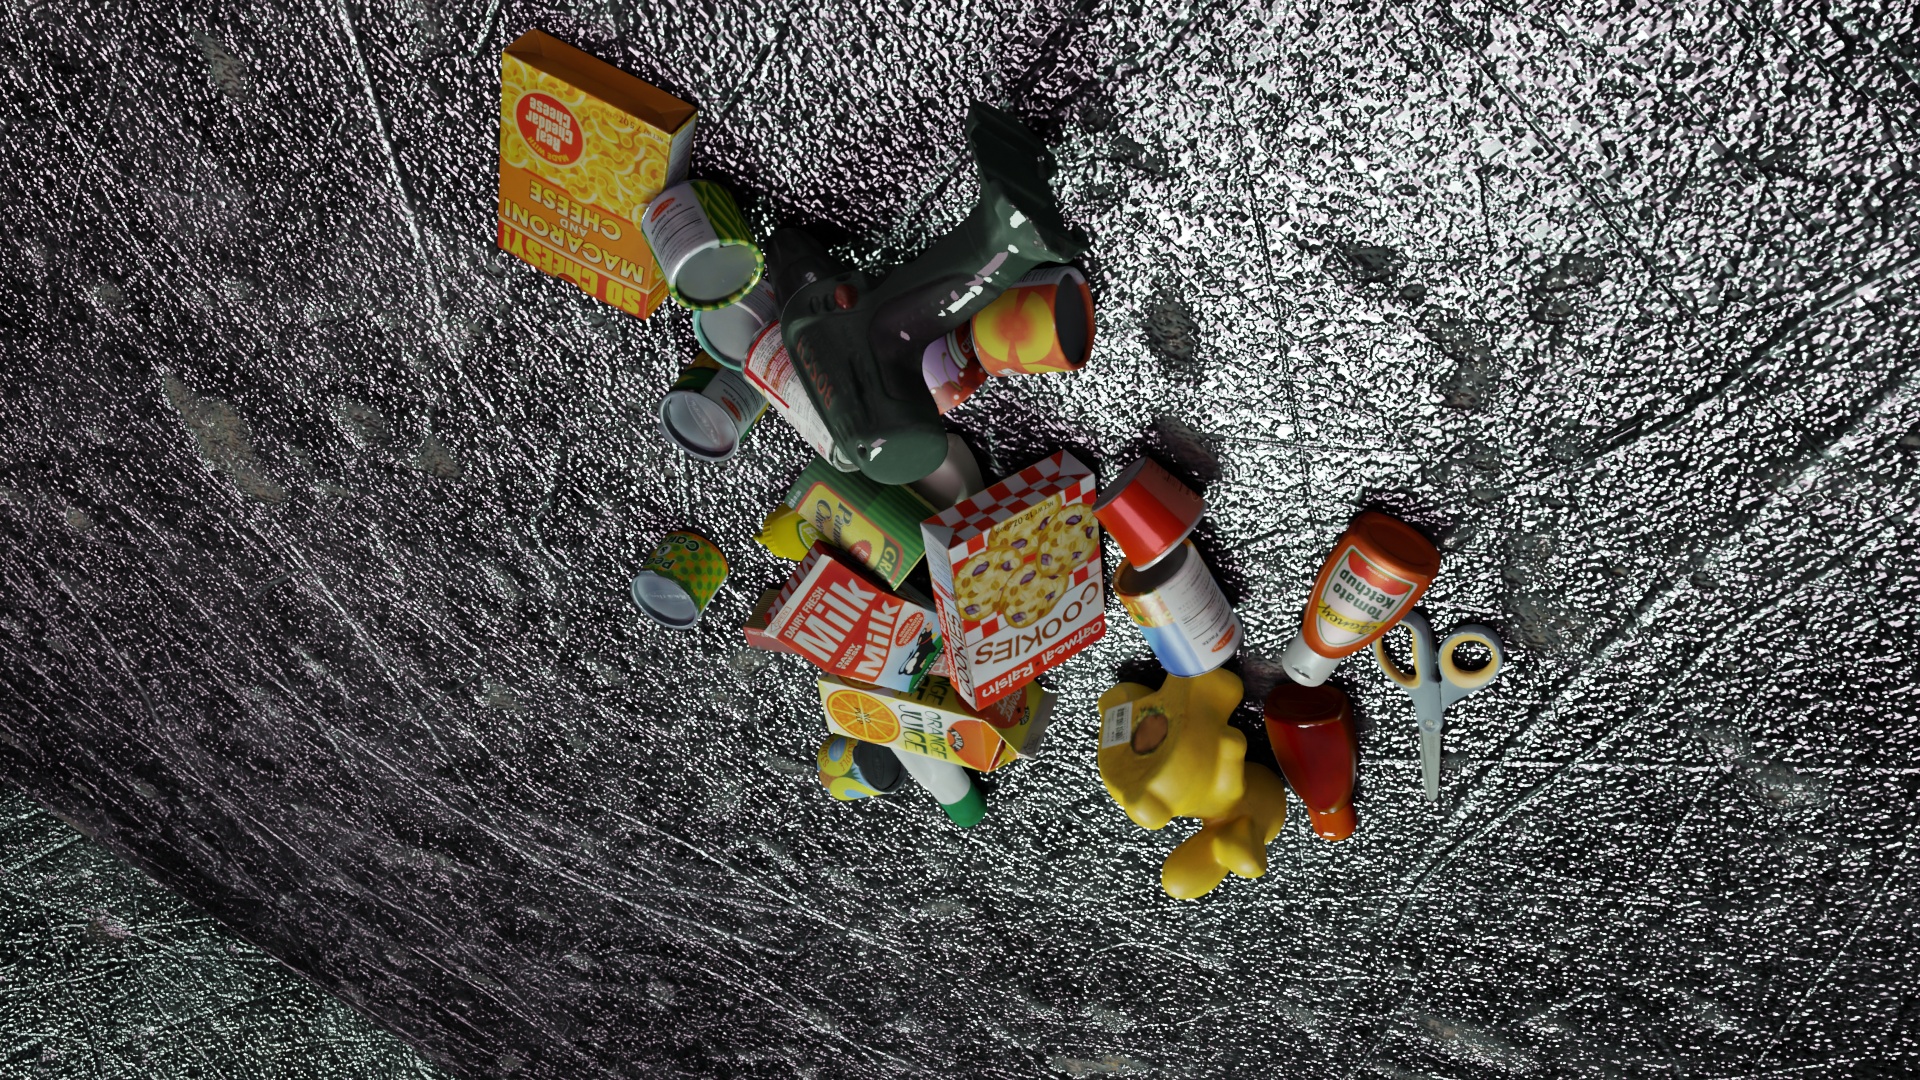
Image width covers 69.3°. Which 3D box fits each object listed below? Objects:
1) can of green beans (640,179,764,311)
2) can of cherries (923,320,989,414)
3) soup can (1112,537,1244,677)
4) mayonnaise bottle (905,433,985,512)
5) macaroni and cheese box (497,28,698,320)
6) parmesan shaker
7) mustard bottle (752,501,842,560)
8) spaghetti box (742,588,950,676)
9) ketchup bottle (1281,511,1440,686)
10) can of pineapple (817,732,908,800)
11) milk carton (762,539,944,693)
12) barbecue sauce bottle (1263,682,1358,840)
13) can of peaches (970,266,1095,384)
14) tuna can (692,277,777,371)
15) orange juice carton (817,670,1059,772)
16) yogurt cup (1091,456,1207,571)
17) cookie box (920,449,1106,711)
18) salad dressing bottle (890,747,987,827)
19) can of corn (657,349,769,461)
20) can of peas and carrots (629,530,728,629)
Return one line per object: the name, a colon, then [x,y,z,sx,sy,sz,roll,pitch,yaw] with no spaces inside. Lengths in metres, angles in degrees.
can of green beans: [-0.170,-0.194,0.919,0.058,0.071,0.071,61,147,28]
can of cherries: [-0.016,-0.125,0.924,0.071,0.072,0.058,-20,120,40]
soup can: [0.155,0.047,1.005,0.071,0.072,0.083,-14,123,37]
mayonnaise bottle: [0.004,-0.013,1.044,0.064,0.041,0.147,-4,130,37]
macaroni and cheese box: [-0.252,-0.244,0.948,0.124,0.040,0.165,27,138,3]
parmesan shaker: [-0.068,-0.020,0.999,0.103,0.072,0.071,38,138,-1]
mustard bottle: [-0.108,-0.013,1.096,0.160,0.049,0.065,-14,121,37]
spaghetti box: [-0.063,0.079,1.163,0.250,0.050,0.028,6,135,23]
ketchup bottle: [0.269,0.046,0.960,0.065,0.044,0.148,34,140,11]
can of pineapple: [-0.092,0.205,1.291,0.057,0.071,0.071,-19,121,40]
milk carton: [-0.079,0.057,1.041,0.073,0.072,0.190,37,-177,25]
barbecue sauce bottle: [0.280,0.175,1.083,0.065,0.044,0.148,0,132,28]
can of peaches: [0.047,-0.136,0.878,0.058,0.071,0.071,-2,131,28]
tuna can: [-0.157,-0.154,0.993,0.071,0.033,0.070,14,136,14]
orange juice carton: [-0.017,0.136,1.179,0.193,0.072,0.072,11,136,18]
yogurt cup: [0.127,-0.021,0.954,0.054,0.073,0.072,44,136,-6]
cookie box: [0.043,0.032,1.006,0.040,0.123,0.166,43,153,42]
salad dressing bottle: [-0.023,0.205,1.271,0.064,0.044,0.147,16,146,48]
can of corn: [-0.185,-0.102,1.040,0.071,0.058,0.070,15,137,14]
can of peas and carrots: [-0.245,0.032,1.206,0.071,0.059,0.070,15,136,15]
